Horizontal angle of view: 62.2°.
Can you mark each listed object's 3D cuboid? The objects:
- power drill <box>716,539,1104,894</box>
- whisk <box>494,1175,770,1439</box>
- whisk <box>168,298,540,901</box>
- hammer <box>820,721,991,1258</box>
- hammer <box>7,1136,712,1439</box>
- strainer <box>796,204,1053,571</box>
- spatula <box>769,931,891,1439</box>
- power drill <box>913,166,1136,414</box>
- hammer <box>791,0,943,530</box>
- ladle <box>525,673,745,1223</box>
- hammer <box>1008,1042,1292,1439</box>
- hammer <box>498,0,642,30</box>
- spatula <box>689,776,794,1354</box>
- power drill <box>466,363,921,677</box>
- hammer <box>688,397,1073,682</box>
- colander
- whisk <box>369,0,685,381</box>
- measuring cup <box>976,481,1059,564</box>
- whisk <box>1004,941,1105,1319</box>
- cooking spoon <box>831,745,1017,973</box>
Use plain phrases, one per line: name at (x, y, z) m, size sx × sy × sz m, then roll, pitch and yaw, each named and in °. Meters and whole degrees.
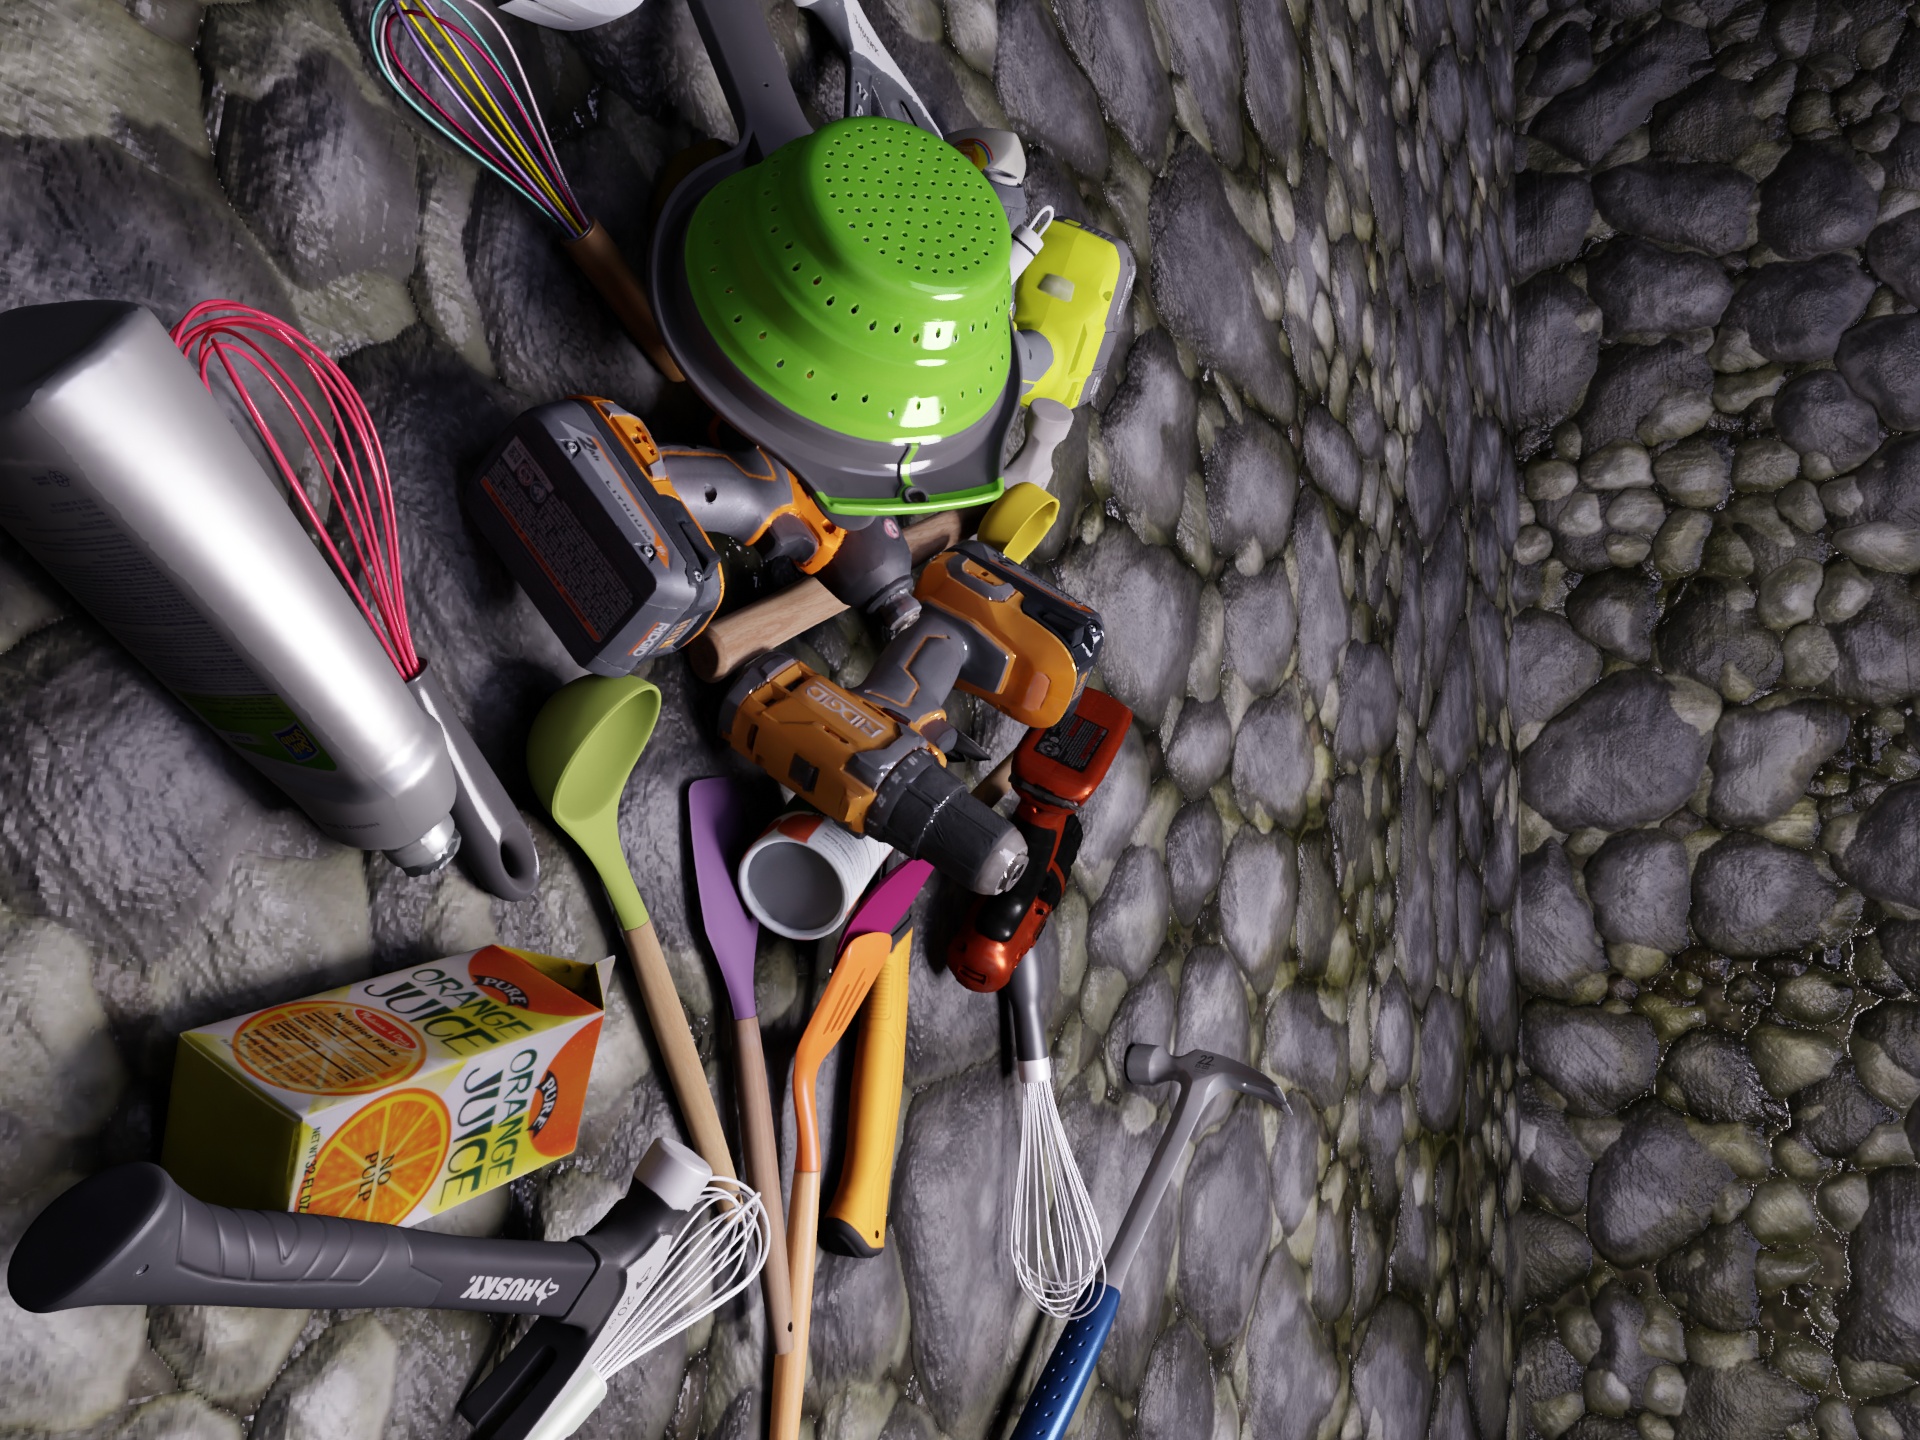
power drill at (-0.001, -0.003, 0.912) m, size 0.226 × 0.185 × 0.084 m, roll -38°, pitch 156°, yaw -46°
whisk at (-0.172, 0.307, 0.756) m, size 0.059 × 0.057 × 0.246 m, roll 48°, pitch 43°, yaw 0°
whisk at (-0.242, -0.036, 0.667) m, size 0.073 × 0.073 × 0.295 m, roll -57°, pitch 139°, yaw -44°
hammer at (-0.042, 0.158, 0.992) m, size 0.127 × 0.034 × 0.337 m, roll 27°, pitch 64°, yaw -53°
hammer at (-0.209, 0.209, 0.594) m, size 0.146 × 0.035 × 0.334 m, roll -57°, pitch 155°, yaw -8°
strainer at (-0.028, -0.202, 0.949) m, size 0.258 × 0.050 × 0.086 m, roll -50°, pitch 146°, yaw 9°
spatula at (-0.080, 0.280, 0.898) m, size 0.081 × 0.041 × 0.323 m, roll 26°, pitch 68°, yaw -74°
power drill at (0.034, -0.271, 1.058) m, size 0.228 × 0.080 × 0.190 m, roll -35°, pitch 148°, yaw -57°
hammer at (-0.059, -0.271, 0.903) m, size 0.149 × 0.036 × 0.409 m, roll 43°, pitch 37°, yaw -46°
ladle at (-0.147, 0.126, 0.804) m, size 0.078 × 0.062 × 0.320 m, roll -44°, pitch 126°, yaw -54°
hammer at (0.114, 0.404, 1.155) m, size 0.406 × 0.144 × 0.035 m, roll -55°, pitch 130°, yaw -37°
hammer at (-0.252, -0.452, 0.712) m, size 0.330 × 0.033 × 0.128 m, roll 43°, pitch 51°, yaw -48°
spatula at (-0.115, 0.188, 0.874) m, size 0.059 × 0.018 × 0.316 m, roll -3°, pitch 86°, yaw -64°
power drill at (-0.115, -0.097, 0.803) m, size 0.164 × 0.084 × 0.226 m, roll 53°, pitch 34°, yaw 6°
hammer at (-0.044, -0.098, 0.975) m, size 0.331 × 0.031 × 0.130 m, roll -35°, pitch 154°, yaw -45°
colander at (-0.070, -0.295, 0.800) m, size 0.204 × 0.094 × 0.397 m, roll -10°, pitch 69°, yaw -32°
whisk at (-0.198, -0.253, 0.771) m, size 0.244 × 0.047 × 0.051 m, roll 53°, pitch 53°, yaw -47°
measuring cup at (0.015, -0.095, 1.046) m, size 0.029 × 0.156 × 0.062 m, roll 42°, pitch 42°, yaw 11°
whisk at (0.055, 0.279, 1.124) m, size 0.070 × 0.070 × 0.285 m, roll -1°, pitch 82°, yaw -59°
cooking spoon at (-0.001, 0.065, 1.003) m, size 0.319 × 0.017 × 0.068 m, roll -42°, pitch 158°, yaw -55°
